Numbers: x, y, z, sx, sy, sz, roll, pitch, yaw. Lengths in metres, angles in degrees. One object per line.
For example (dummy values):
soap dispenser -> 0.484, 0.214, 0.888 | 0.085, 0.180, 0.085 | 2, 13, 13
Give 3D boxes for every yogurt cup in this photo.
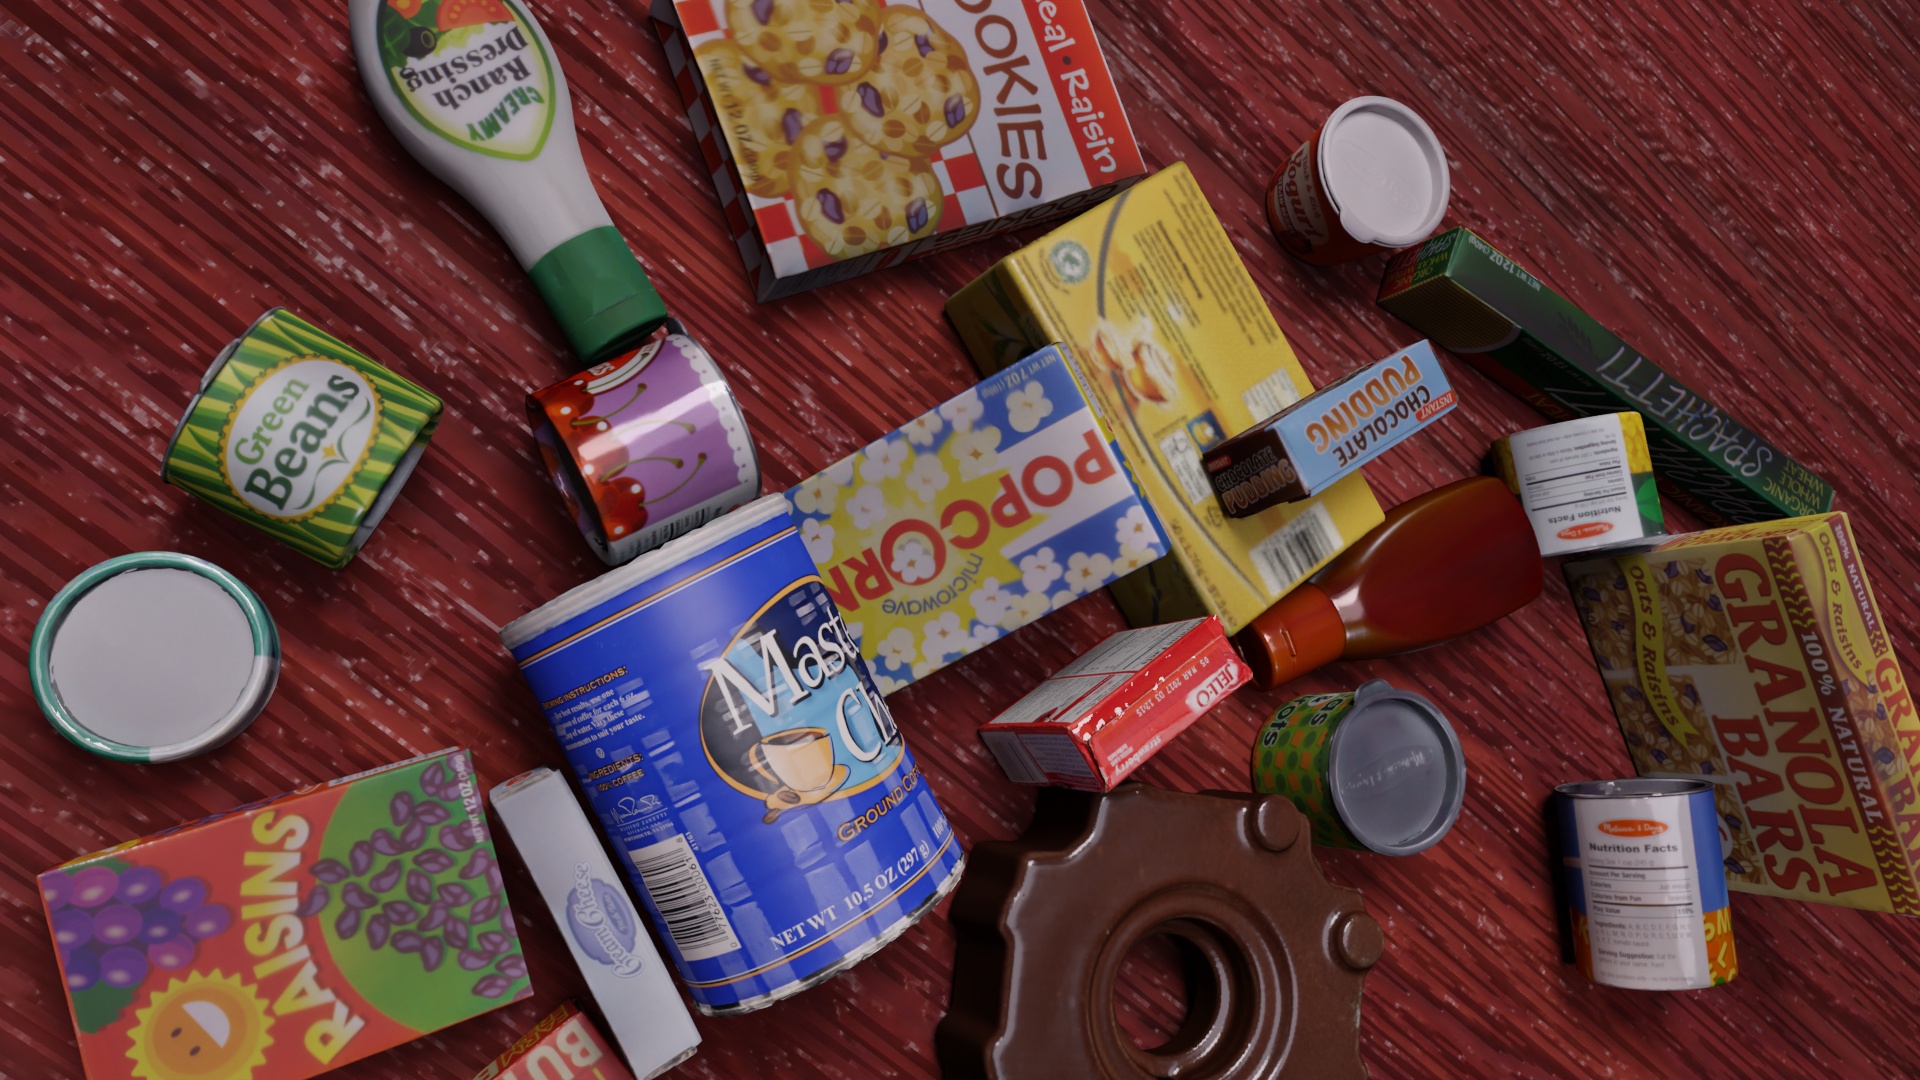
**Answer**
yogurt cup -> 0.175, -0.156, 0.621 | 0.072, 0.054, 0.072 | 3, 81, -21

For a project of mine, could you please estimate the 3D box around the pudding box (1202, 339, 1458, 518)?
pudding box -> 0.139, -0.041, 0.520 | 0.084, 0.049, 0.030 | -29, 92, -24

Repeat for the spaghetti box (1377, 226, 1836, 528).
spaghetti box -> 0.312, -0.069, 0.665 | 0.250, 0.050, 0.029 | 29, 75, -15

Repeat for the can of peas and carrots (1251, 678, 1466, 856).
can of peas and carrots -> 0.163, 0.093, 0.578 | 0.071, 0.058, 0.071 | 3, 81, -21

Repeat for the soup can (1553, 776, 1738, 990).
soup can -> 0.308, 0.152, 0.624 | 0.071, 0.071, 0.084 | -3, 84, -22

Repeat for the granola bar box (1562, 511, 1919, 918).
granola bar box -> 0.356, 0.076, 0.621 | 0.039, 0.124, 0.165 | -20, 90, -21

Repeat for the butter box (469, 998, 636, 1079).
butter box -> -0.154, 0.206, 0.456 | 0.104, 0.024, 0.053 | -37, 97, -21

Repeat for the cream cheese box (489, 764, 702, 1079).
cream cheese box -> -0.123, 0.125, 0.464 | 0.024, 0.053, 0.103 | -28, 93, -19

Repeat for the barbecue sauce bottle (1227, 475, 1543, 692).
barbecue sauce bottle -> 0.183, 0.023, 0.605 | 0.149, 0.043, 0.065 | -21, 90, -22

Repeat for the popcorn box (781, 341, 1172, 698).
popcorn box -> 0.002, -0.006, 0.507 | 0.126, 0.038, 0.085 | -28, 94, 12

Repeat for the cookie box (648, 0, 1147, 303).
cookie box -> -0.022, -0.178, 0.555 | 0.168, 0.040, 0.123 | -21, 90, -22

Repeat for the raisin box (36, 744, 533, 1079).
raisin box -> -0.209, 0.123, 0.439 | 0.124, 0.040, 0.086 | -15, 89, -24

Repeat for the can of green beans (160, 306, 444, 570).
can of green beans -> -0.209, -0.032, 0.446 | 0.058, 0.071, 0.071 | 31, 73, -15

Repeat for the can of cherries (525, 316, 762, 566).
can of cherries -> -0.112, -0.035, 0.485 | 0.058, 0.071, 0.071 | -27, 93, -21

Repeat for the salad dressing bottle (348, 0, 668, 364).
salad dressing bottle -> -0.157, -0.134, 0.493 | 0.064, 0.044, 0.147 | -33, 95, -21

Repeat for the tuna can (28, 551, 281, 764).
tuna can -> -0.254, 0.035, 0.437 | 0.071, 0.032, 0.071 | 3, 82, -21

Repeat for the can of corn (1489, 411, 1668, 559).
can of corn -> 0.284, -0.024, 0.641 | 0.071, 0.071, 0.058 | -8, 85, -22
